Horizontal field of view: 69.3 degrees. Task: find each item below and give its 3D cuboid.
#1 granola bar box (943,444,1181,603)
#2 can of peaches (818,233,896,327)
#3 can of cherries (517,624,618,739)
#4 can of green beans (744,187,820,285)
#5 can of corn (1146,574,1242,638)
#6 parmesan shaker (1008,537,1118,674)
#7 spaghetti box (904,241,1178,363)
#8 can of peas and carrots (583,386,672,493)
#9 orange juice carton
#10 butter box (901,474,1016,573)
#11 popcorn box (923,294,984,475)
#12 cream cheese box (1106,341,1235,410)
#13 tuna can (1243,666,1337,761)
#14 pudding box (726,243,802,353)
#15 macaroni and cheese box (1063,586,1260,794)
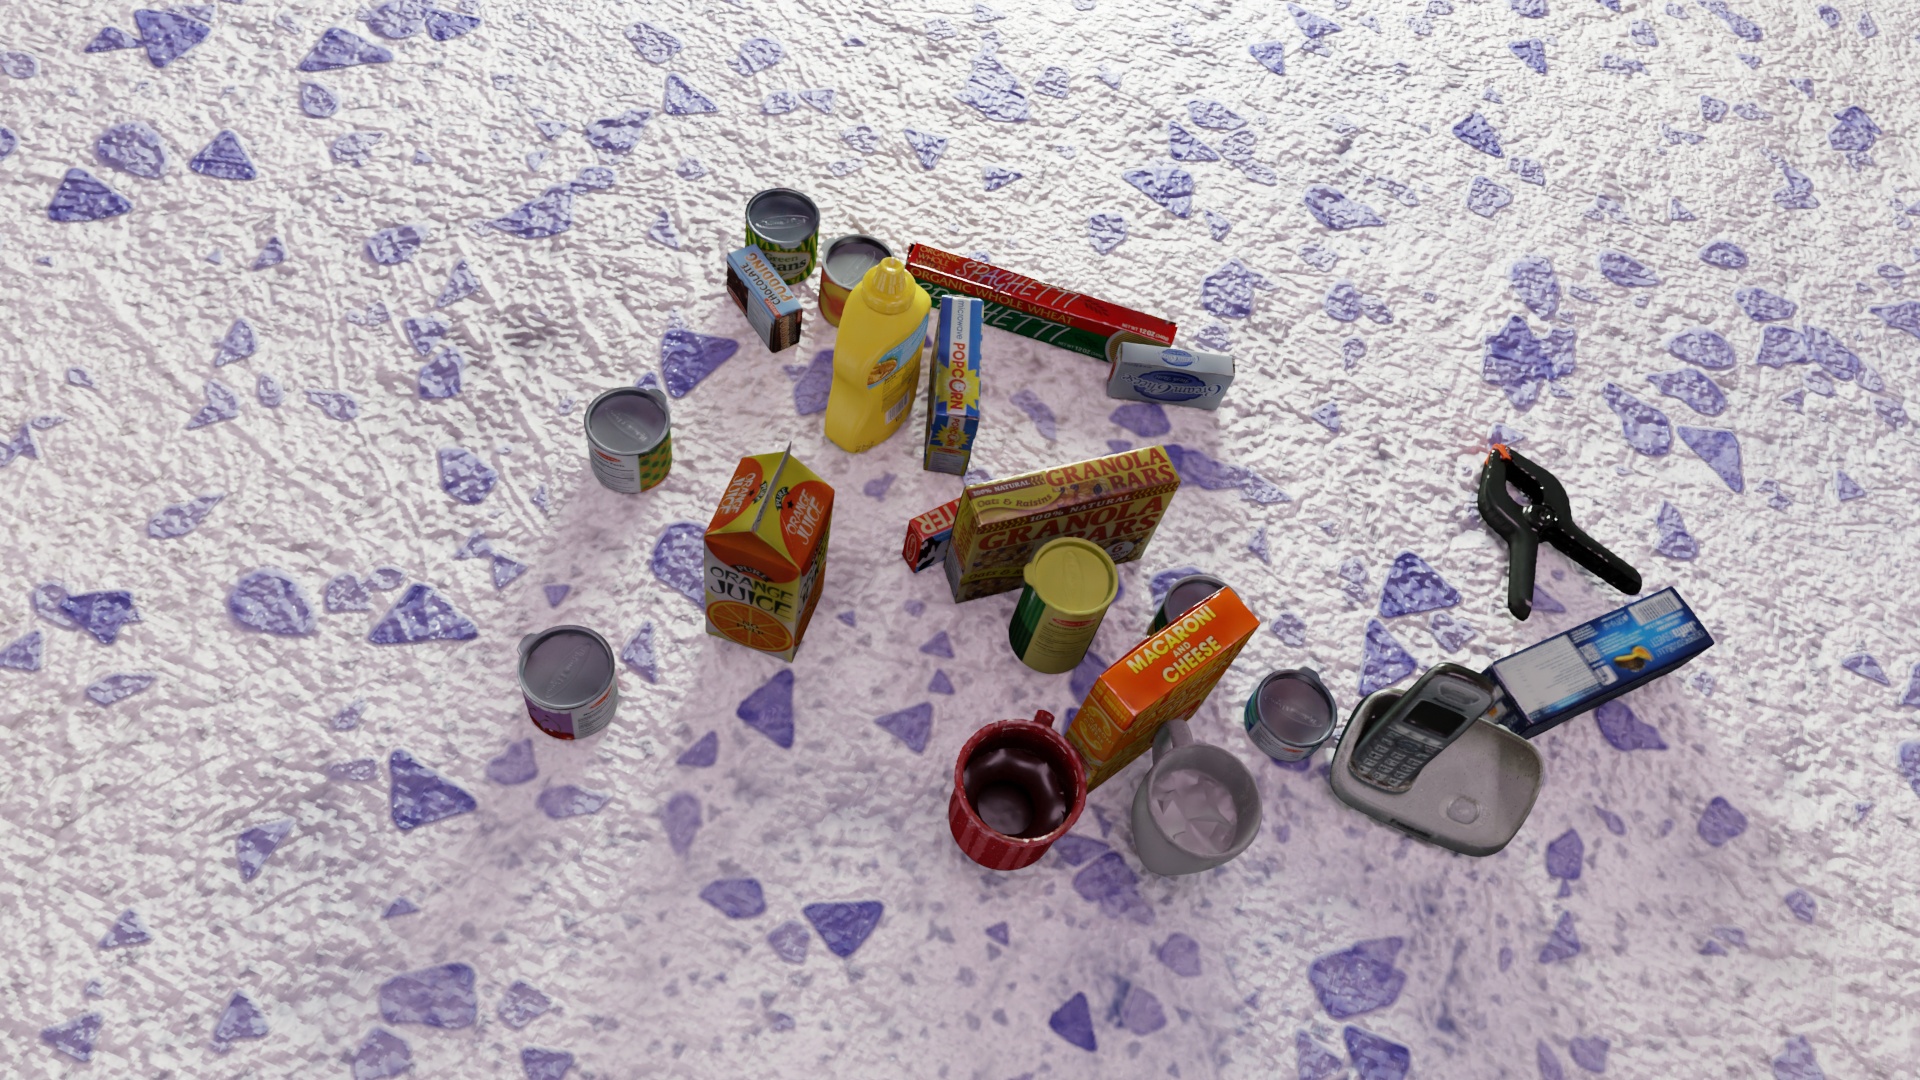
[{"bbox_3d":[0.076,-0.013,1.087,0.166,0.123,0.039,-13,63,-17],"label":"granola bar box"},{"bbox_3d":[-0.093,-0.228,1.225,0.071,0.057,0.071,4,59,-7],"label":"can of peaches"},{"bbox_3d":[-0.282,0.101,0.996,0.071,0.058,0.072,4,59,-7],"label":"can of cherries"},{"bbox_3d":[-0.160,-0.270,1.239,0.071,0.057,0.071,4,59,-7],"label":"can of green beans"},{"bbox_3d":[0.186,0.072,1.094,0.071,0.058,0.071,4,59,-7],"label":"can of corn"},{"bbox_3d":[0.074,0.051,1.061,0.071,0.102,0.071,4,59,-7],"label":"parmesan shaker"},{"bbox_3d":[0.068,-0.207,1.244,0.250,0.050,0.029,17,58,1],"label":"spaghetti box"},{"bbox_3d":[-0.262,-0.081,1.108,0.071,0.058,0.071,4,59,-7],"label":"can of peas and carrots"},{"bbox_3d":[-0.138,0.008,0.998,0.073,0.191,0.072,19,59,2],"label":"orange juice carton"},{"bbox_3d":[0.004,-0.014,1.117,0.104,0.053,0.024,-24,67,-22],"label":"butter box"},{"bbox_3d":[-0.006,-0.131,1.166,0.038,0.084,0.127,6,59,-6],"label":"popcorn box"},{"bbox_3d":[0.185,-0.144,1.225,0.104,0.053,0.024,6,59,-6],"label":"cream cheese box"},{"bbox_3d":[0.258,0.134,1.084,0.071,0.032,0.071,4,59,-7],"label":"tuna can"},{"bbox_3d":[-0.171,-0.211,1.206,0.030,0.049,0.084,-28,68,-23],"label":"pudding box"},{"bbox_3d":[0.135,0.112,0.998,0.124,0.165,0.040,-32,69,-24],"label":"macaroni and cheese box"}]
